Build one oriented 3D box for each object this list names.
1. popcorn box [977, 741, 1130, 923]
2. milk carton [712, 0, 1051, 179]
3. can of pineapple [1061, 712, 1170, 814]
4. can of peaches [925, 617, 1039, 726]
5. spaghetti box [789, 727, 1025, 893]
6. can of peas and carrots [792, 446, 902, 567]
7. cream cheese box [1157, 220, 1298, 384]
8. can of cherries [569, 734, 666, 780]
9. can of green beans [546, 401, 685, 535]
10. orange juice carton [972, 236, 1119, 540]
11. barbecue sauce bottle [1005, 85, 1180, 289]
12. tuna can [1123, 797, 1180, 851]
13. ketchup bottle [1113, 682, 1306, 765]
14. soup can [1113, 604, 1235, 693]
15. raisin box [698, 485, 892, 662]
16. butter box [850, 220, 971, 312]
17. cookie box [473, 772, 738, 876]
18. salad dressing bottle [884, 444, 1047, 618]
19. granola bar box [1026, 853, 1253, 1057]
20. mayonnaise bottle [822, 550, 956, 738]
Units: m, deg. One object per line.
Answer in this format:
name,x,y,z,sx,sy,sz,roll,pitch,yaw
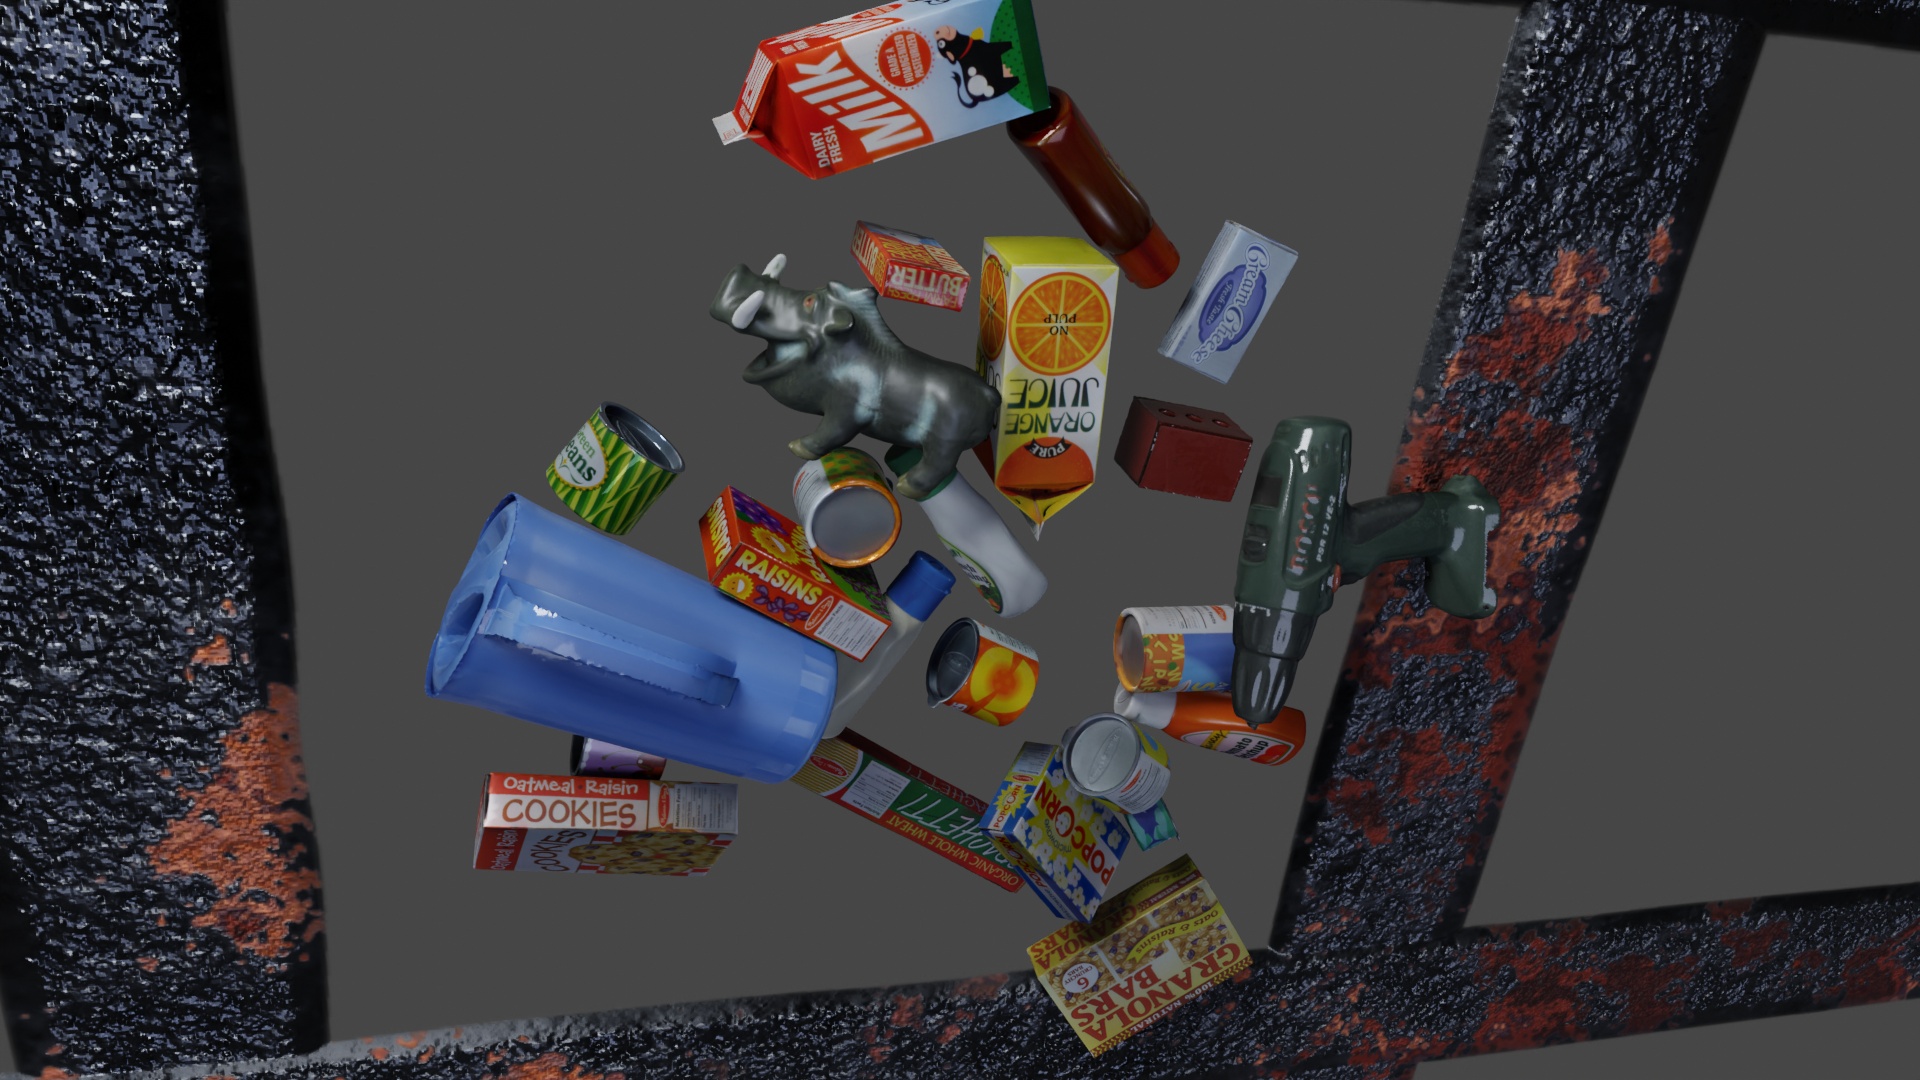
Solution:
popcorn box,0.077,0.232,1.100,0.126,0.038,0.085,53,54,-30
milk carton,-0.051,-0.268,0.816,0.191,0.072,0.073,-19,120,-6
can of pineapple,0.120,0.172,1.076,0.071,0.071,0.057,-43,138,8
can of peaches,0.015,0.100,1.024,0.058,0.071,0.071,25,107,-26
spaghetti box,-0.034,0.207,1.085,0.250,0.029,0.050,33,103,-28
can of peas and carrots,-0.075,-0.022,0.941,0.071,0.059,0.070,-7,118,-13
cream cheese box,0.185,-0.165,0.966,0.053,0.024,0.103,19,109,-24
can of cherries,-0.236,0.133,0.968,0.058,0.072,0.071,11,112,-21
can of green beans,-0.219,-0.045,0.883,0.071,0.071,0.057,37,102,-28
orange juice carton,0.051,-0.101,0.931,0.073,0.072,0.191,-3,116,-14
barbecue sauce bottle,0.089,-0.221,0.890,0.043,0.065,0.148,-41,129,9
tuna can,0.148,0.217,1.121,0.033,0.071,0.070,-27,120,0
ketchup bottle,0.196,0.141,1.106,0.149,0.044,0.064,16,149,-15
soup can,0.167,0.086,1.062,0.084,0.071,0.071,-1,116,-15
raisin box,-0.112,0.022,0.936,0.123,0.086,0.040,31,107,-28
butter box,-0.032,-0.170,0.854,0.053,0.104,0.024,9,113,-19
cookie box,-0.252,0.201,0.977,0.168,0.040,0.122,7,152,-19
salad dressing bottle,0.003,-0.012,0.971,0.044,0.064,0.147,-41,112,-9
granola bar box,0.158,0.363,1.215,0.165,0.039,0.123,-31,120,0
mayonnaise bottle,-0.062,0.074,0.995,0.041,0.065,0.148,40,99,11
